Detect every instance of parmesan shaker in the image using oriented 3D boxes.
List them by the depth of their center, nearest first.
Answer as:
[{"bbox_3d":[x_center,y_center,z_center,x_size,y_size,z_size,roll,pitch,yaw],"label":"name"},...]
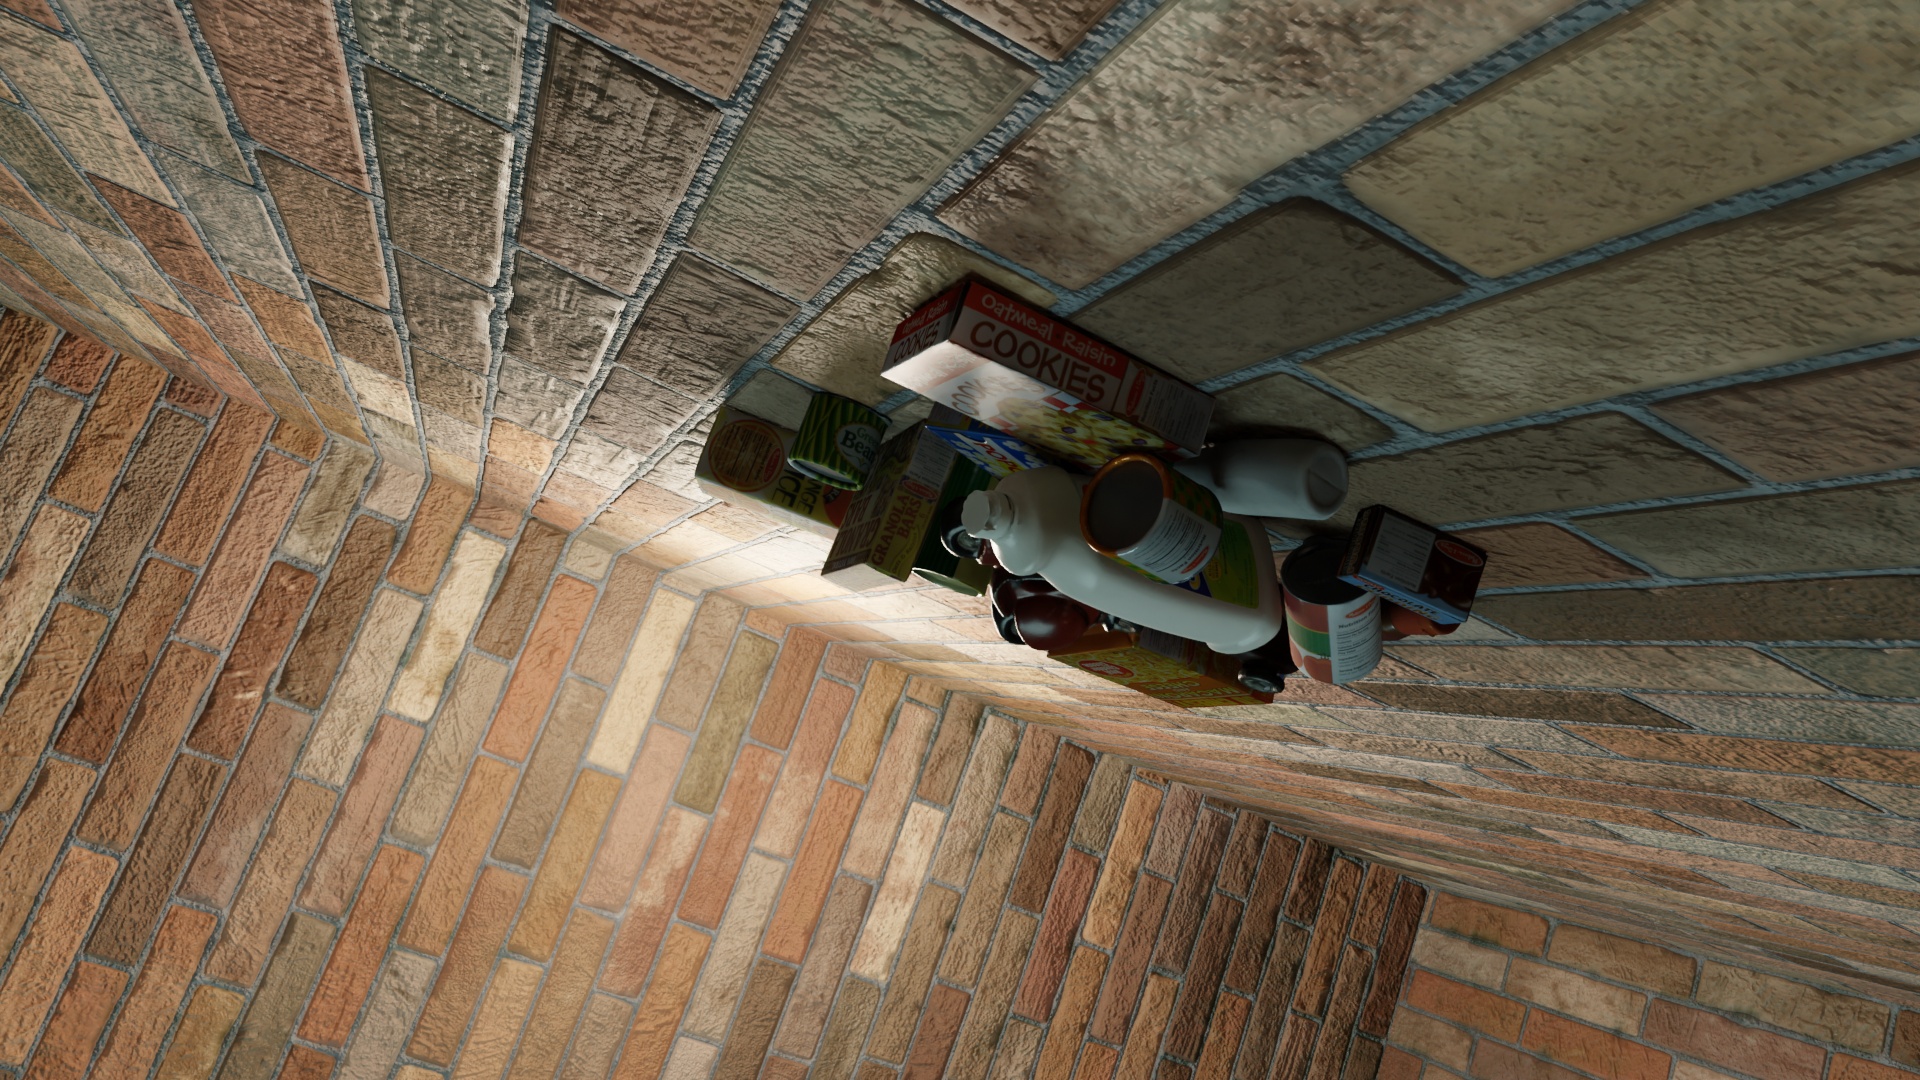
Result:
[{"bbox_3d":[0.004,-0.014,1.125,0.071,0.103,0.071,20,168,4],"label":"parmesan shaker"}]

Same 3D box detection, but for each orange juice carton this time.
[{"bbox_3d":[-0.142,-0.051,1.288,0.193,0.073,0.071,20,168,-1],"label":"orange juice carton"}]

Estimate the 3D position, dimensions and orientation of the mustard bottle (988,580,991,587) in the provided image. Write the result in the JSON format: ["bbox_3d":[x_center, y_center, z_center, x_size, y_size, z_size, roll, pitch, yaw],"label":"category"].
[{"bbox_3d":[0.017,0.000,1.288,0.160,0.065,0.048,29,162,-10],"label":"mustard bottle"}]

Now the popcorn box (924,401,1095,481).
[{"bbox_3d":[0.048,-0.065,0.973,0.085,0.038,0.126,12,167,40],"label":"popcorn box"}]

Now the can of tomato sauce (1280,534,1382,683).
[{"bbox_3d":[0.263,0.049,0.985,0.071,0.071,0.082,13,139,32],"label":"can of tomato sauce"}]

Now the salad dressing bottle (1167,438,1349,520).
[{"bbox_3d":[0.170,-0.040,0.865,0.064,0.044,0.147,26,169,-34],"label":"salad dressing bottle"}]

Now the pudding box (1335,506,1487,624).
[{"bbox_3d":[0.292,0.017,0.897,0.084,0.050,0.030,22,170,-9],"label":"pudding box"}]

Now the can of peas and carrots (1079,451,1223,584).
[{"bbox_3d":[0.112,-0.014,0.831,0.071,0.071,0.058,9,168,46],"label":"can of peas and carrots"}]

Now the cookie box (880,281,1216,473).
[{"bbox_3d":[0.049,-0.093,0.834,0.167,0.040,0.123,23,169,-18],"label":"cookie box"}]

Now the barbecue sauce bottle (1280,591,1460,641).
[{"bbox_3d":[0.311,0.052,1.049,0.065,0.044,0.148,27,167,-22],"label":"barbecue sauce bottle"}]

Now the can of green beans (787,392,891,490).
[{"bbox_3d":[-0.099,-0.079,1.118,0.071,0.058,0.071,20,169,4],"label":"can of green beans"}]

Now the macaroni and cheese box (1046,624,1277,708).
[{"bbox_3d":[0.181,0.107,1.245,0.166,0.040,0.123,22,161,-28],"label":"macaroni and cheese box"}]

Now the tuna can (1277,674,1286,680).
[{"bbox_3d":[0.286,0.123,1.359,0.033,0.071,0.071,28,167,-36],"label":"tuna can"}]

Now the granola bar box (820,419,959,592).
[{"bbox_3d":[-0.058,-0.024,1.138,0.039,0.124,0.165,25,168,-14],"label":"granola bar box"}]
